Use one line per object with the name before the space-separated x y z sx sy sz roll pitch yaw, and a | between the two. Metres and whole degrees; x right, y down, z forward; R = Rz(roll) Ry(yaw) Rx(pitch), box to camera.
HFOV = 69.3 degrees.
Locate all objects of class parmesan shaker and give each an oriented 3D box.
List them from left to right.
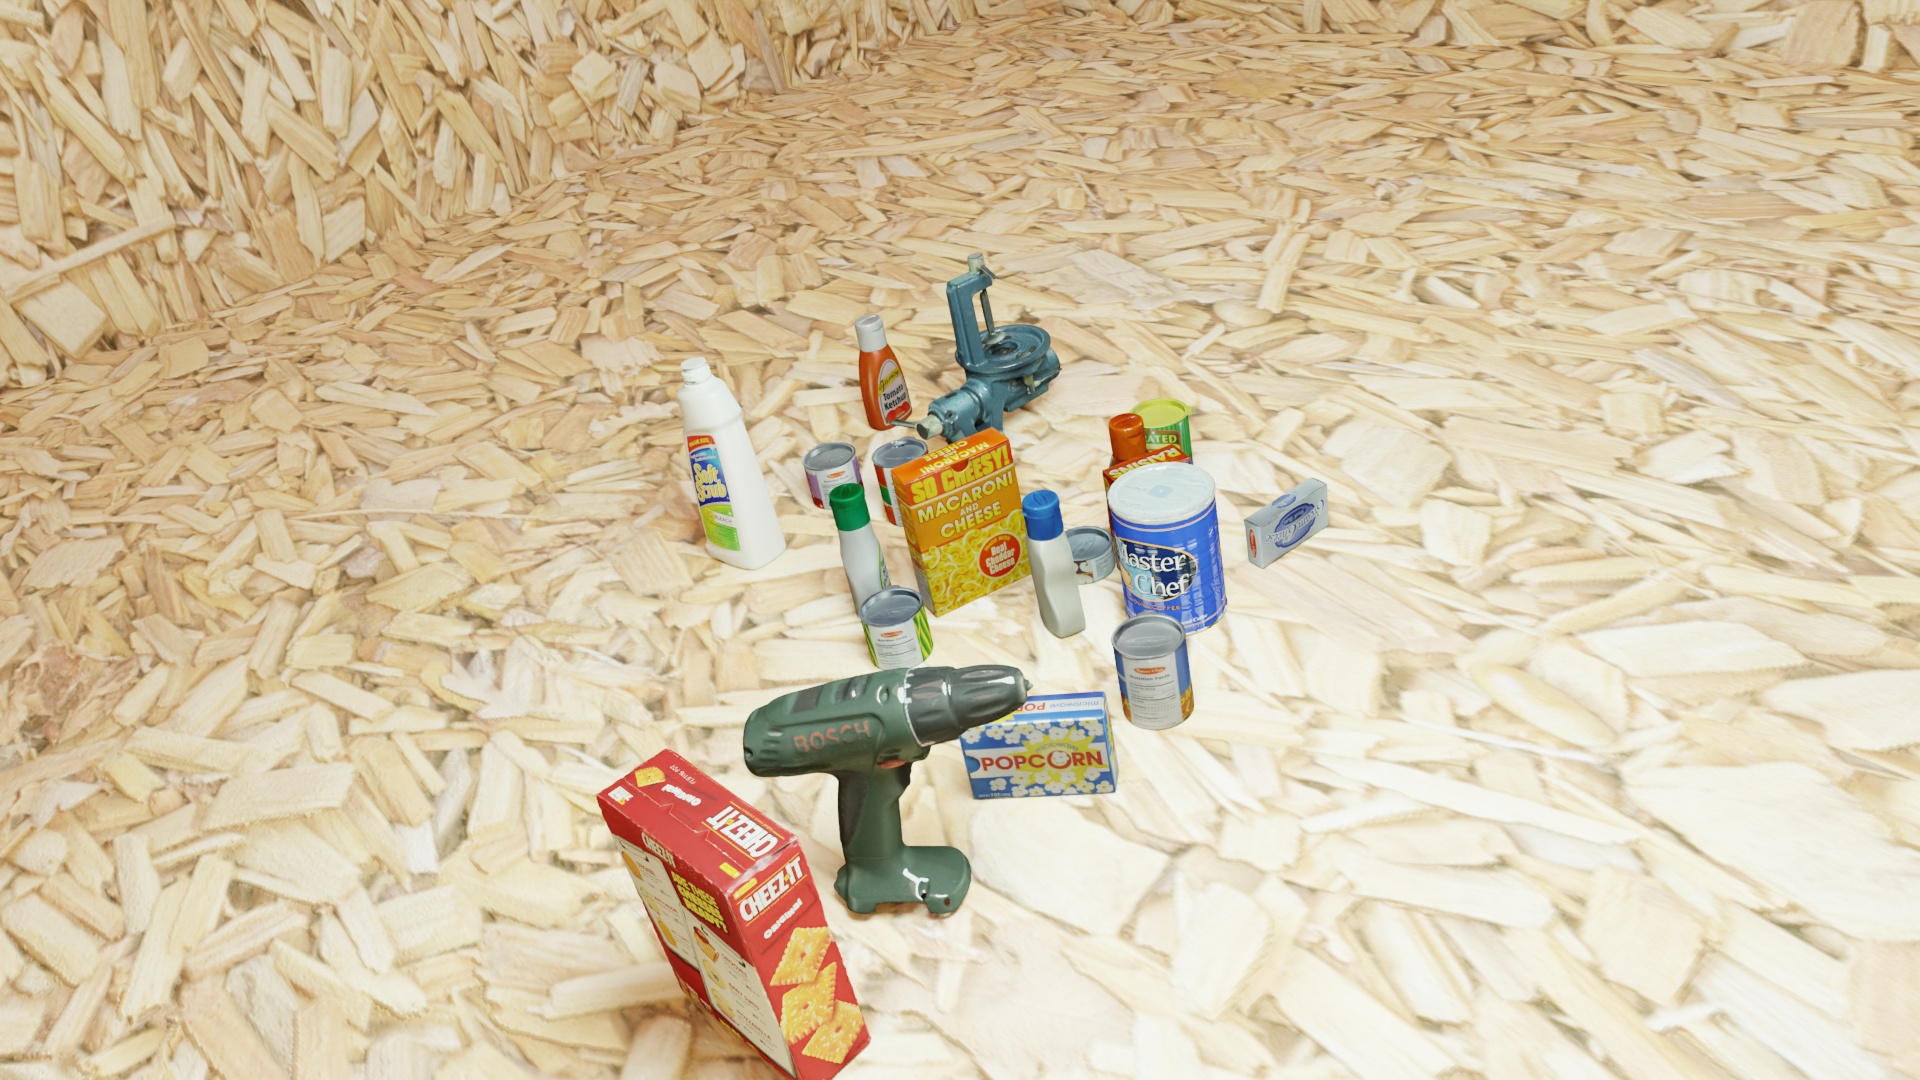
parmesan shaker | 0.229 -0.098 1.550 0.071 0.102 0.072 -9 32 6

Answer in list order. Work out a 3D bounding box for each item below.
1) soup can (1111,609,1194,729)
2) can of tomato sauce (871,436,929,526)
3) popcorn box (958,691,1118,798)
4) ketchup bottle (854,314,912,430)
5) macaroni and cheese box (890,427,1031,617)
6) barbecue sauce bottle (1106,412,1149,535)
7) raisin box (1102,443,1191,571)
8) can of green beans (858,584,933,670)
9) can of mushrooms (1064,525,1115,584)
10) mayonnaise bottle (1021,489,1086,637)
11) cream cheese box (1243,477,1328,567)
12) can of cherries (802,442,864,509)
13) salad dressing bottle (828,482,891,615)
soup can | 0.174 0.116 1.249 0.071 0.083 0.072 -9 32 6
can of tomato sauce | -0.063 -0.069 1.621 0.071 0.082 0.071 -9 32 6
popcorn box | 0.067 0.176 1.190 0.127 0.084 0.038 -5 32 12
ketchup bottle | -0.106 -0.221 1.815 0.043 0.148 0.065 19 44 41
macaroni and cheese box | 0.005 -0.018 1.440 0.124 0.165 0.040 -24 34 -18
barbecue sauce bottle | 0.183 -0.062 1.465 0.065 0.147 0.044 -21 33 -14
raisin box | 0.198 -0.027 1.429 0.086 0.122 0.040 -20 32 -12
can of green beans | -0.064 0.089 1.398 0.071 0.057 0.071 -9 32 6
can of mushrooms | 0.128 0.015 1.471 0.071 0.033 0.071 -9 32 6
mayonnaise bottle | 0.090 0.021 1.367 0.041 0.147 0.065 -19 32 -10
cream cheese box | 0.337 -0.019 1.434 0.104 0.053 0.024 -30 36 -26
can of cherries | -0.154 -0.080 1.694 0.071 0.058 0.072 -9 32 6
salad dressing bottle | -0.104 0.011 1.449 0.044 0.147 0.064 -11 32 3
